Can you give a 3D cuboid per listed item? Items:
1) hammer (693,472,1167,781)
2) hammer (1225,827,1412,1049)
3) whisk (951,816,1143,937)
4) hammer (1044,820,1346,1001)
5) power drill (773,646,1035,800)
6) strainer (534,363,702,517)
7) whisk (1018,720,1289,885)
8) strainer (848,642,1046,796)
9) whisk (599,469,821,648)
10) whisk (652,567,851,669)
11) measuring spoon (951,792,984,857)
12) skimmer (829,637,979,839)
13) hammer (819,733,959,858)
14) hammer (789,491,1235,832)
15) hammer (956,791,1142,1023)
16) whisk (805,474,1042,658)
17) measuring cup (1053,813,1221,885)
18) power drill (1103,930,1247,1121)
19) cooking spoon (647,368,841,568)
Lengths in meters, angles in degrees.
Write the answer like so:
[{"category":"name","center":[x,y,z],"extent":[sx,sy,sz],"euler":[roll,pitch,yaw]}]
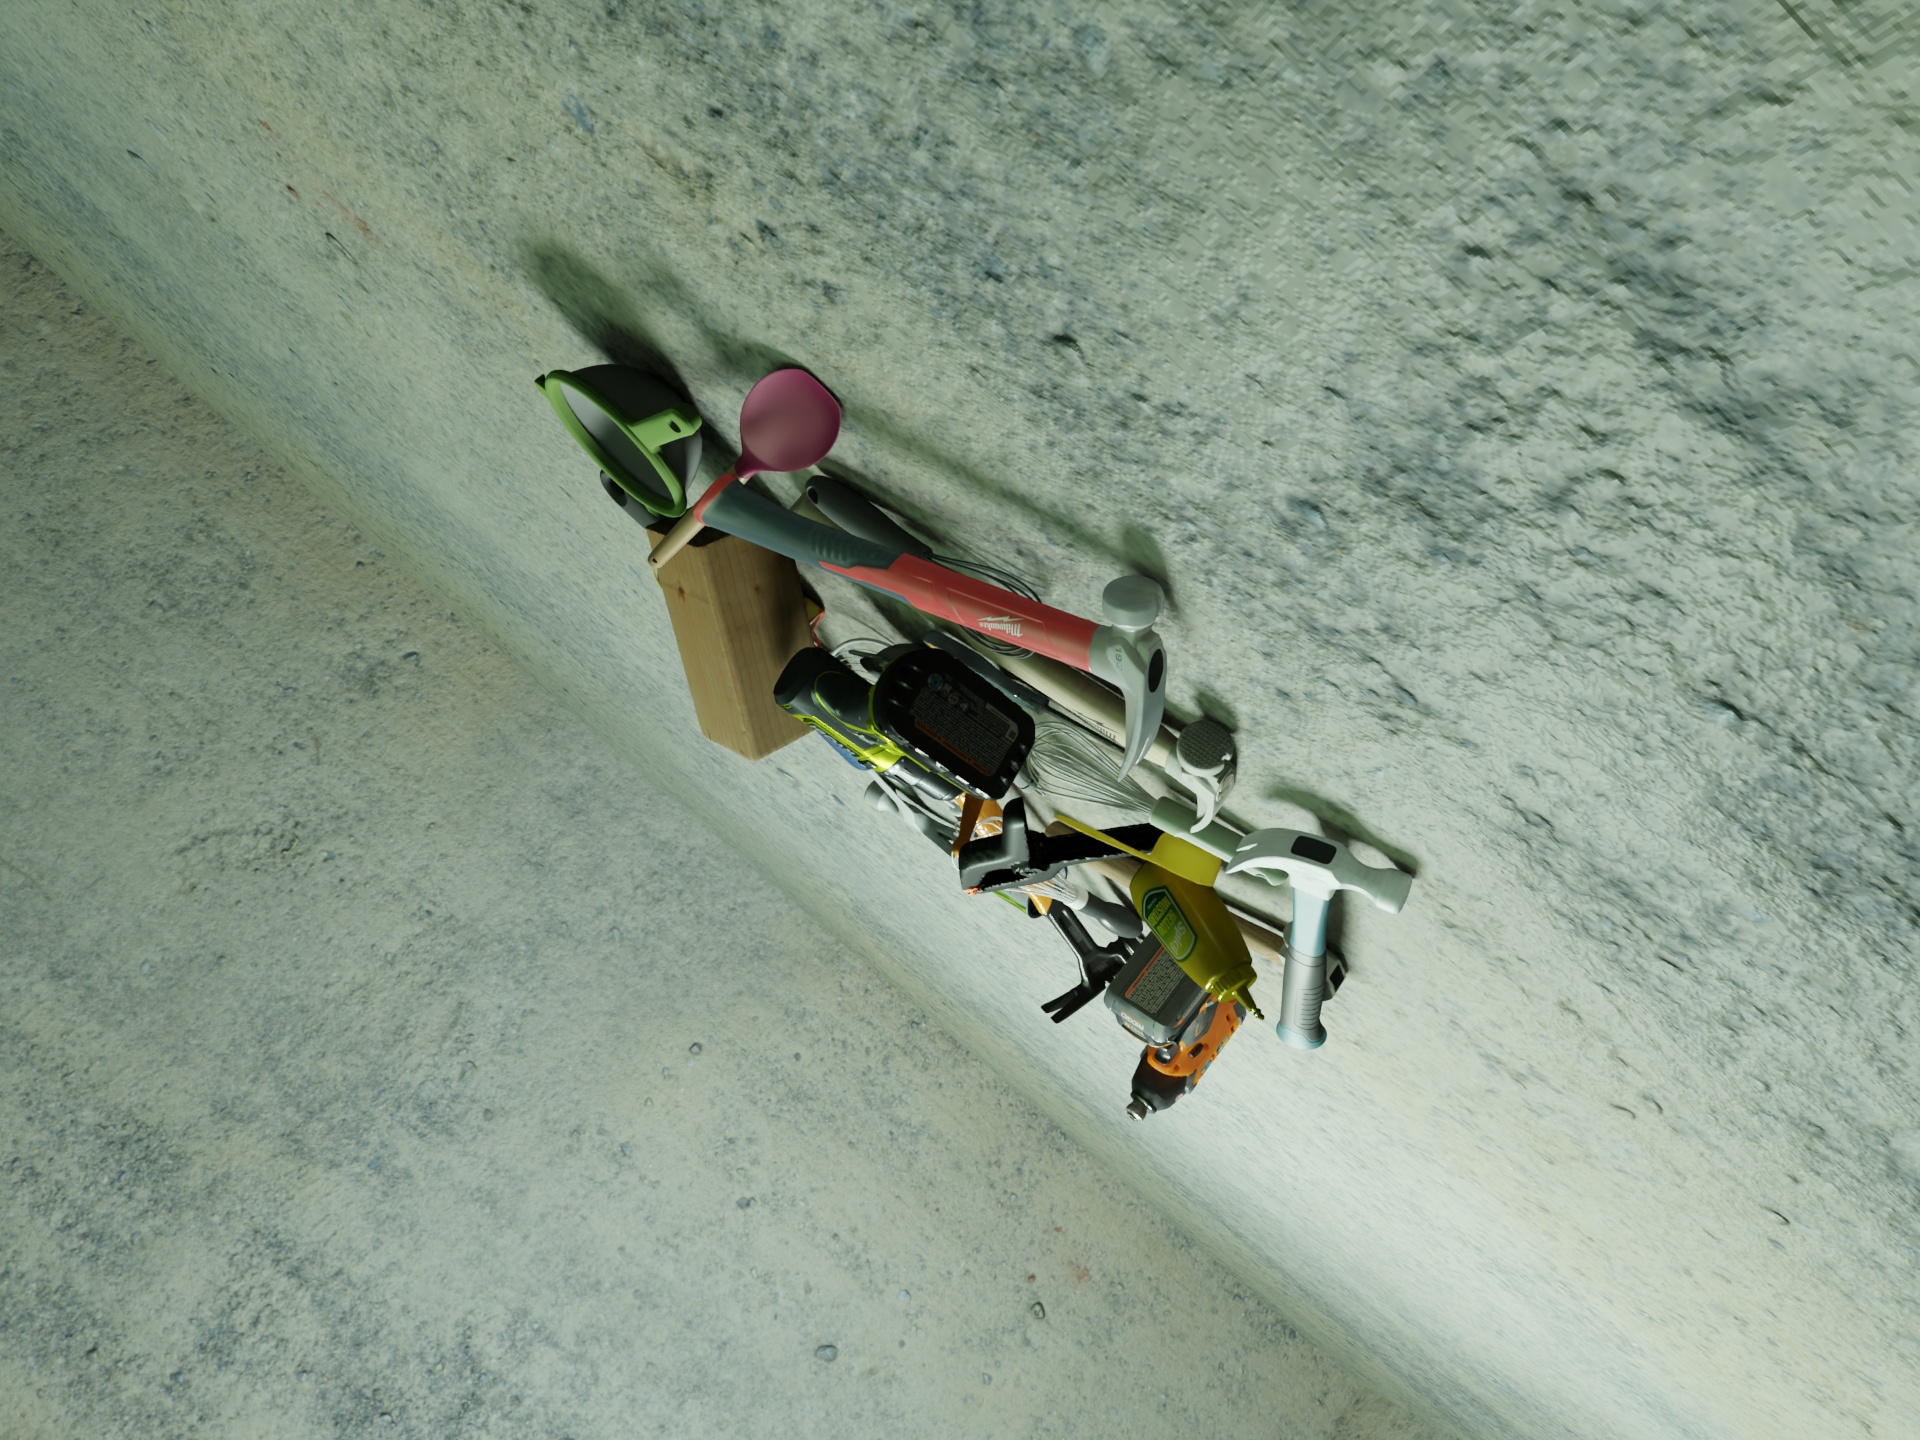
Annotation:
[{"category":"hammer","center":[-0.032,-0.083,1.100],"extent":[0.386,0.038,0.143],"euler":[23,134,29]},{"category":"hammer","center":[0.269,0.180,1.230],"extent":[0.128,0.033,0.330],"euler":[23,153,22]},{"category":"whisk","center":[0.092,0.162,1.550],"extent":[0.284,0.070,0.070],"euler":[31,173,-40]},{"category":"hammer","center":[0.202,0.164,1.431],"extent":[0.332,0.031,0.129],"euler":[25,158,42]},{"category":"power drill","center":[-0.036,0.010,1.312],"extent":[0.190,0.080,0.228],"euler":[36,165,-22]},{"category":"strainer","center":[-0.235,-0.238,1.238],"extent":[0.151,0.069,0.256],"euler":[49,162,-21]},{"category":"whisk","center":[0.149,0.068,1.262],"extent":[0.246,0.059,0.057],"euler":[27,173,23]},{"category":"strainer","center":[-0.002,-0.005,1.414],"extent":[0.087,0.050,0.258],"euler":[7,151,52]},{"category":"whisk","center":[-0.246,-0.141,1.553],"extent":[0.296,0.073,0.073],"euler":[45,164,0]},{"category":"whisk","center":[-0.214,-0.103,1.618],"extent":[0.245,0.047,0.051],"euler":[32,180,13]},{"category":"measuring spoon","center":[0.015,0.071,1.456],"extent":[0.021,0.117,0.011],"euler":[23,158,-19]},{"category":"skimmer","center":[-0.019,0.038,1.578],"extent":[0.127,0.090,0.362],"euler":[4,158,30]},{"category":"hammer","center":[-0.096,0.050,1.694],"extent":[0.144,0.035,0.405],"euler":[32,170,24]},{"category":"hammer","center":[0.030,-0.054,1.212],"extent":[0.411,0.038,0.146],"euler":[34,165,19]},{"category":"hammer","center":[0.071,0.169,1.599],"extent":[0.336,0.127,0.034],"euler":[56,172,-35]},{"category":"whisk","center":[-0.029,-0.119,1.154],"extent":[0.239,0.055,0.055],"euler":[36,165,26]},{"category":"measuring cup","center":[0.144,0.093,1.279],"extent":[0.156,0.029,0.062],"euler":[23,-175,-24]},{"category":"power drill","center":[0.206,0.297,1.552],"extent":[0.084,0.164,0.226],"euler":[31,160,29]},{"category":"cooking spoon","center":[-0.174,-0.180,1.202],"extent":[0.068,0.017,0.319],"euler":[44,145,-12]}]
